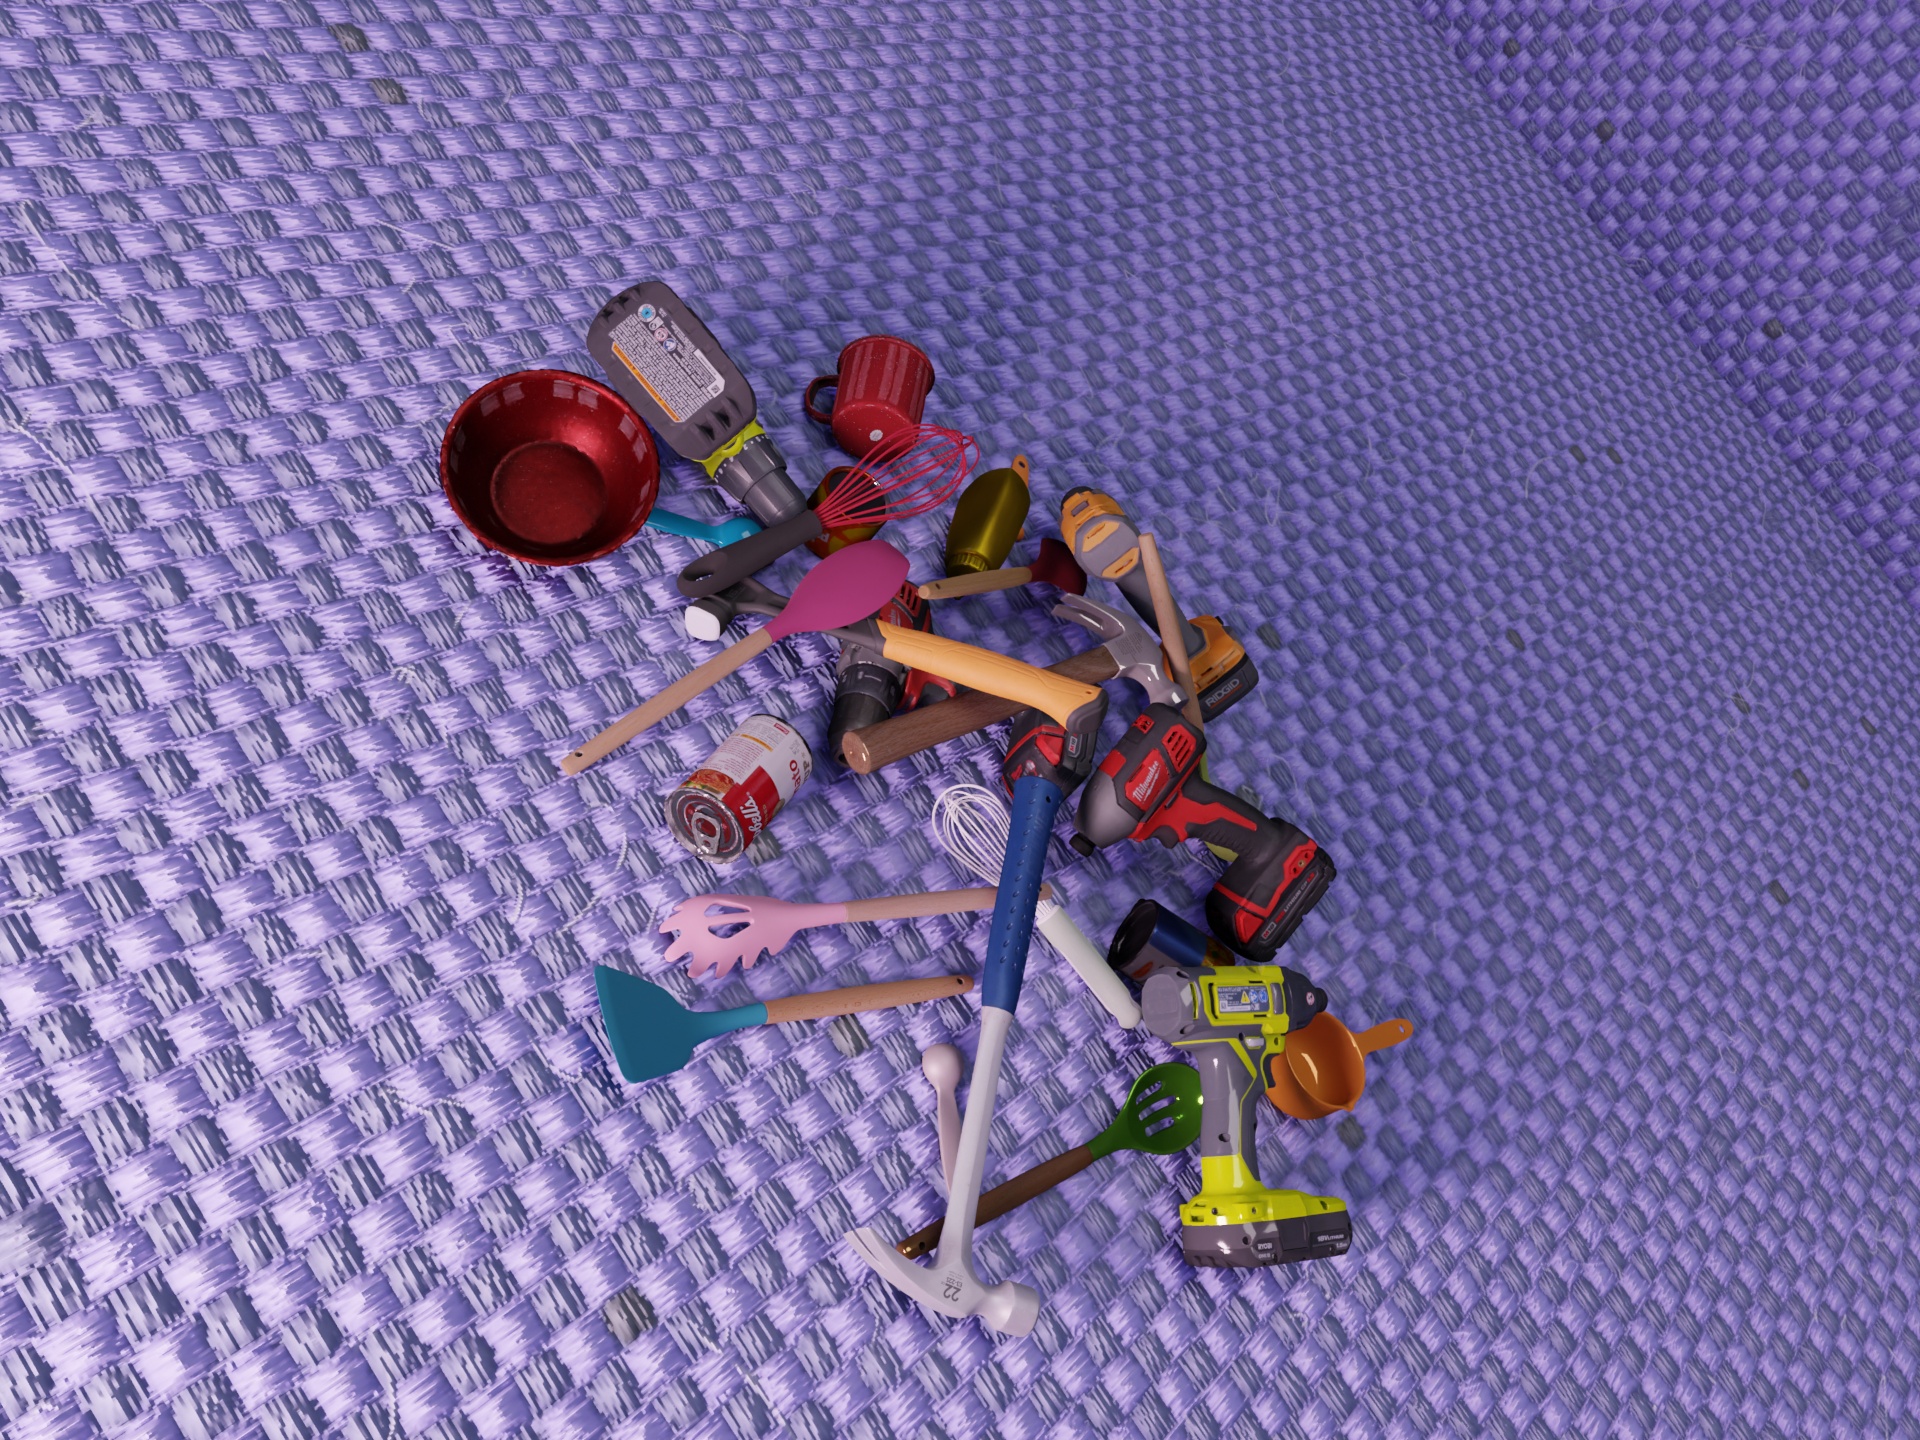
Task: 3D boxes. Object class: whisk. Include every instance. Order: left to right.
[{"bbox_3d":[-0.105,-0.170,1.305,0.296,0.073,0.073,-31,80,-25],"label":"whisk"},{"bbox_3d":[0.065,0.152,1.289,0.246,0.059,0.058,51,6,-1],"label":"whisk"}]

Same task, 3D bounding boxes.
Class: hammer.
[{"bbox_3d":[-0.041,-0.063,1.255,0.337,0.034,0.127,19,43,15],"label":"hammer"},{"bbox_3d":[0.021,0.220,1.155,0.144,0.035,0.406,26,56,-22],"label":"hammer"},{"bbox_3d":[0.041,-0.022,1.294,0.331,0.031,0.130,-20,69,-38],"label":"hammer"}]

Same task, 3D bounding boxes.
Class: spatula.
[{"bbox_3d":[-0.112,0.201,1.126,0.317,0.044,0.082,-2,58,-38],"label":"spatula"}]

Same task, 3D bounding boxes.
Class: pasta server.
[{"bbox_3d":[-0.067,0.143,1.184,0.316,0.040,0.060,-2,62,-32],"label":"pasta server"}]

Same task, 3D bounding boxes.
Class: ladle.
[{"bbox_3d":[0.044,-0.127,1.406,0.069,0.031,0.315,60,29,6],"label":"ladle"},{"bbox_3d":[0.214,-0.017,1.405,0.078,0.062,0.320,-61,137,-64],"label":"ladle"}]

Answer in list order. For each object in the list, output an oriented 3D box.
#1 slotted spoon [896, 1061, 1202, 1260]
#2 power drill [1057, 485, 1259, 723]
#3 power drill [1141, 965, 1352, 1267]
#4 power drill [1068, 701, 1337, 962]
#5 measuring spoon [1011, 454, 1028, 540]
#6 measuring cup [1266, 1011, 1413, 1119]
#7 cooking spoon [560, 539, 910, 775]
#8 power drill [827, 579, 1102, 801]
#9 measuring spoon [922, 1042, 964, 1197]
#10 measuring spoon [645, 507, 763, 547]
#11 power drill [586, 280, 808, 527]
[{"bbox_3d":[0.075,0.330,1.180,0.313,0.031,0.070,-15,88,-40],"label":"slotted spoon"},{"bbox_3d":[0.171,-0.121,1.482,0.226,0.084,0.185,49,9,-19],"label":"power drill"},{"bbox_3d":[0.232,0.303,1.240,0.171,0.080,0.223,5,72,-32],"label":"power drill"},{"bbox_3d":[0.198,0.101,1.343,0.219,0.079,0.143,40,87,-20],"label":"power drill"},{"bbox_3d":[0.058,-0.222,1.562,0.021,0.011,0.117,23,49,-21],"label":"measuring spoon"},{"bbox_3d":[0.325,0.290,1.375,0.173,0.052,0.095,-7,65,-41],"label":"measuring cup"},{"bbox_3d":[-0.166,-0.051,1.204,0.319,0.017,0.069,-37,62,-24],"label":"cooking spoon"},{"bbox_3d":[-0.002,-0.004,1.327,0.226,0.080,0.188,27,48,-14],"label":"power drill"},{"bbox_3d":[-0.004,0.293,1.157,0.034,0.018,0.124,10,57,-31],"label":"measuring spoon"},{"bbox_3d":[-0.217,-0.164,1.316,0.128,0.021,0.042,13,54,-30],"label":"measuring spoon"},{"bbox_3d":[-0.202,-0.243,1.270,0.080,0.228,0.190,-40,86,-1],"label":"power drill"}]
